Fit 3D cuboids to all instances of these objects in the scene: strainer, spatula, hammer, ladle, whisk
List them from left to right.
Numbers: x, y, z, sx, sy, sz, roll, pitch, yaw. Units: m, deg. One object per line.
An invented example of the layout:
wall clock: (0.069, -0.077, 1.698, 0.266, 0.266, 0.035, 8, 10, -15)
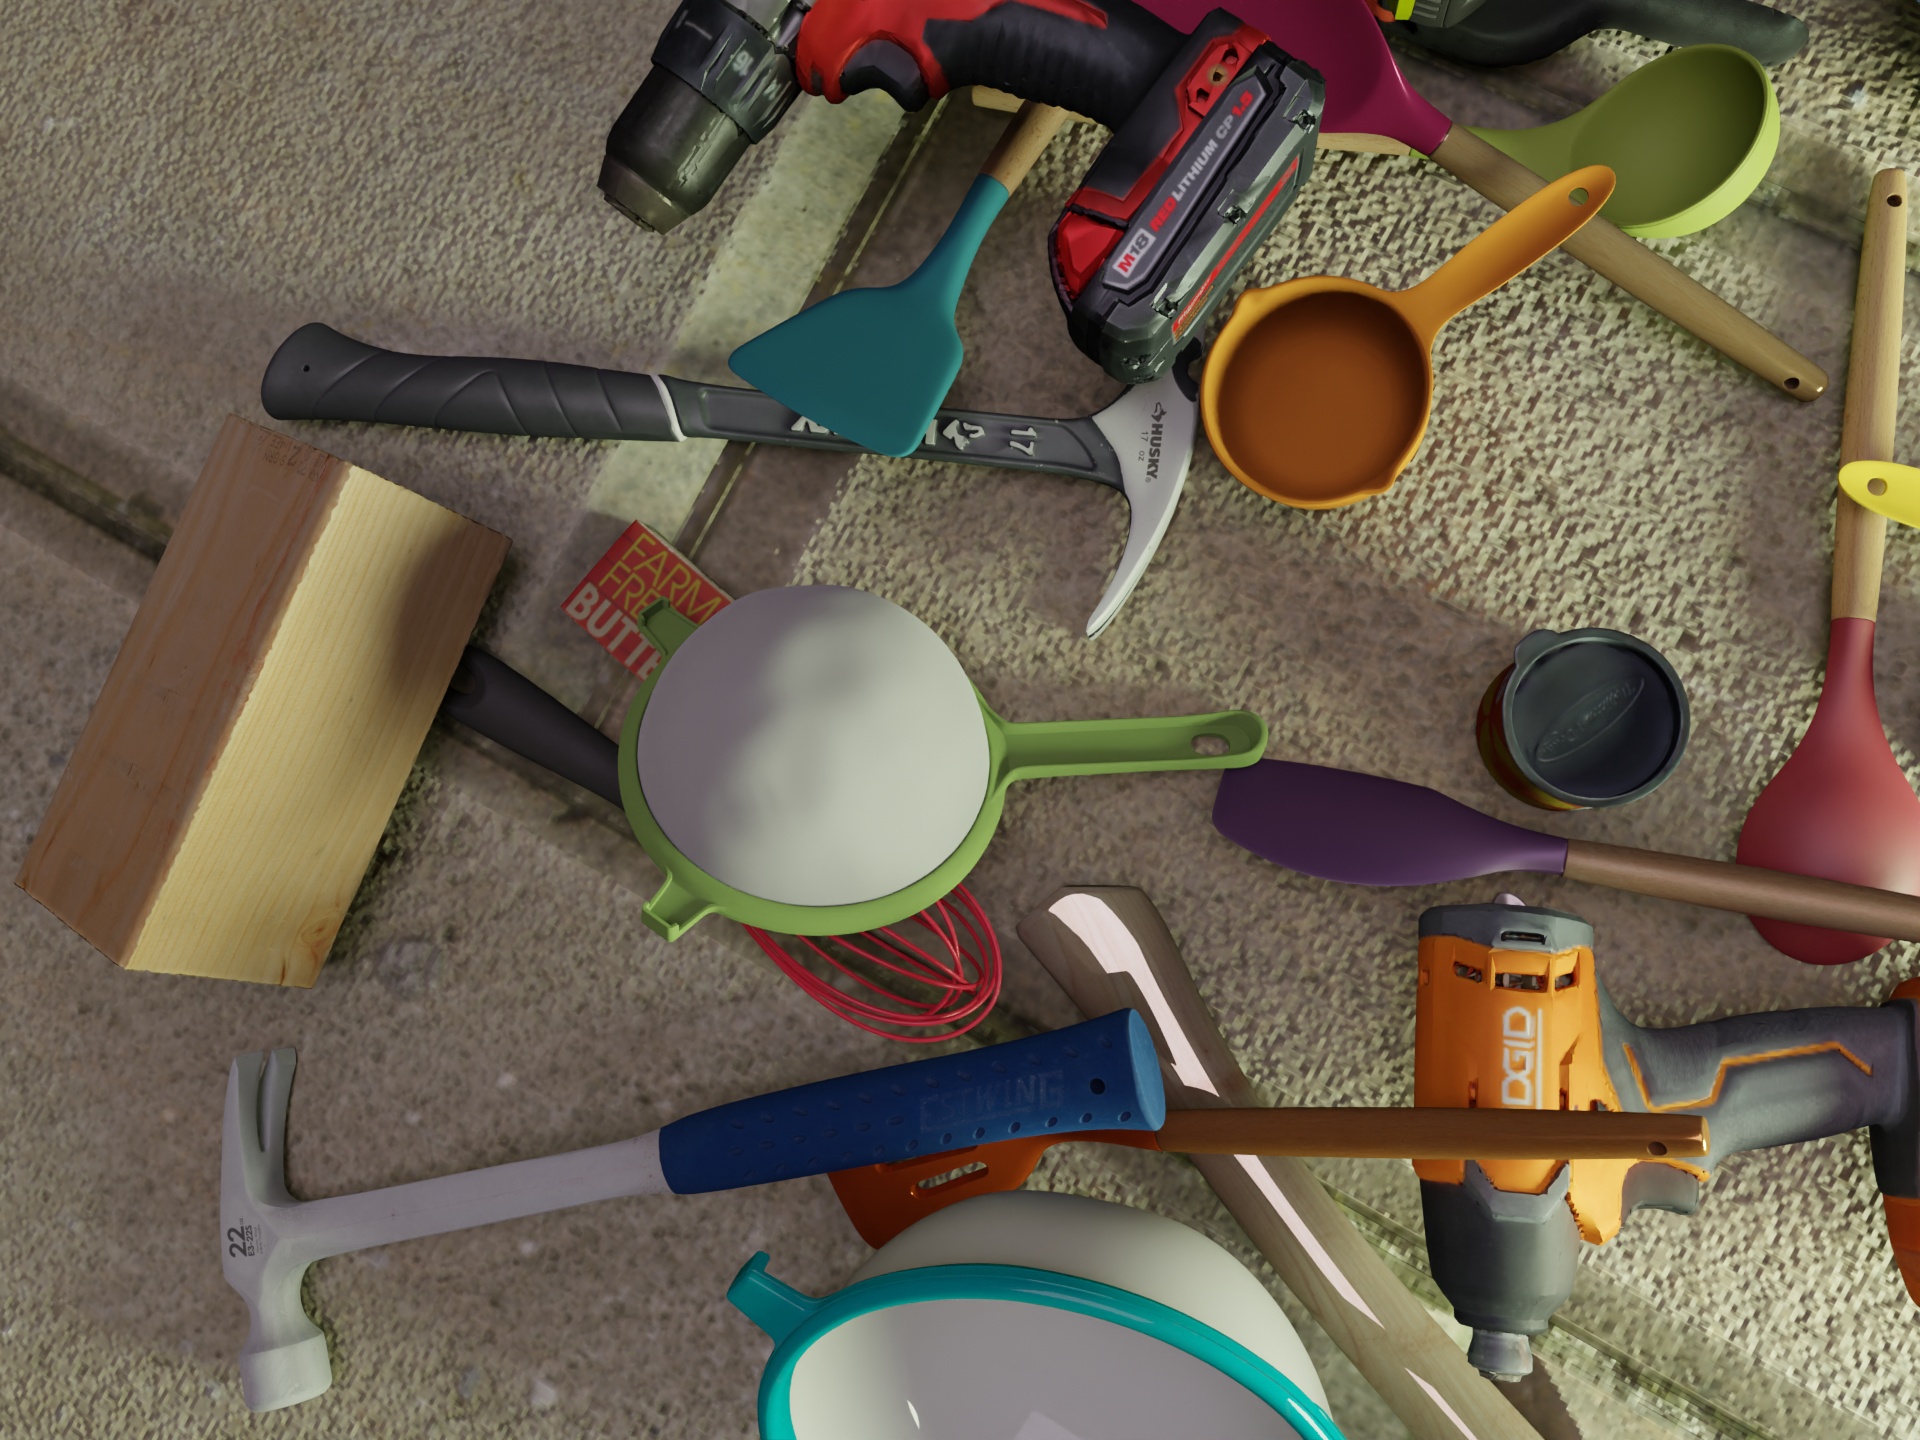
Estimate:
hammer: (-0.122, 0.165, 0.613, 0.405, 0.035, 0.144, -16, 81, 18)
whisk: (-0.111, 0.040, 0.653, 0.296, 0.073, 0.073, 29, 89, 16)
hammer: (-0.106, -0.126, 0.679, 0.409, 0.036, 0.149, 6, 86, 9)
strainer: (-0.001, -0.002, 0.603, 0.256, 0.069, 0.152, -2, 56, -9)
spatula: (0.028, -0.241, 0.640, 0.082, 0.044, 0.317, 30, 81, 13)
spatula: (0.092, 0.154, 0.572, 0.322, 0.041, 0.081, -8, 110, 31)
strainer: (0.101, 0.233, 0.553, 0.340, 0.095, 0.210, -5, 120, 17)
ladle: (0.158, -0.247, 0.646, 0.320, 0.062, 0.078, 11, 78, 11)
hammer: (0.153, 0.237, 0.605, 0.146, 0.038, 0.411, -40, 80, 4)
spatula: (0.252, 0.057, 0.593, 0.316, 0.018, 0.060, 9, 45, 15)
ladle: (0.348, -0.063, 0.615, 0.069, 0.031, 0.315, 7, 83, 8)

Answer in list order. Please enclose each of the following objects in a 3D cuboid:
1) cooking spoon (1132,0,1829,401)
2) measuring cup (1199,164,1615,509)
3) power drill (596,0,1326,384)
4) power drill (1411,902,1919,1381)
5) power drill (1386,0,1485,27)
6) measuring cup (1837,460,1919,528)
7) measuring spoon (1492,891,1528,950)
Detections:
cooking spoon: (0.202, -0.207, 0.604, 0.318, 0.068, 0.017, 29, 49, -9)
measuring cup: (0.175, -0.151, 0.621, 0.173, 0.052, 0.095, -36, 82, 13)
power drill: (-0.006, -0.213, 0.570, 0.227, 0.080, 0.188, 38, 96, 7)
power drill: (0.275, 0.156, 0.562, 0.226, 0.084, 0.164, 5, 77, 6)
power drill: (0.101, -0.342, 0.615, 0.223, 0.080, 0.171, 7, 87, 9)
measuring cup: (0.405, -0.065, 0.602, 0.156, 0.029, 0.062, 21, 87, 7)
measuring spoon: (0.233, 0.127, 0.619, 0.034, 0.018, 0.124, -17, 75, -2)
